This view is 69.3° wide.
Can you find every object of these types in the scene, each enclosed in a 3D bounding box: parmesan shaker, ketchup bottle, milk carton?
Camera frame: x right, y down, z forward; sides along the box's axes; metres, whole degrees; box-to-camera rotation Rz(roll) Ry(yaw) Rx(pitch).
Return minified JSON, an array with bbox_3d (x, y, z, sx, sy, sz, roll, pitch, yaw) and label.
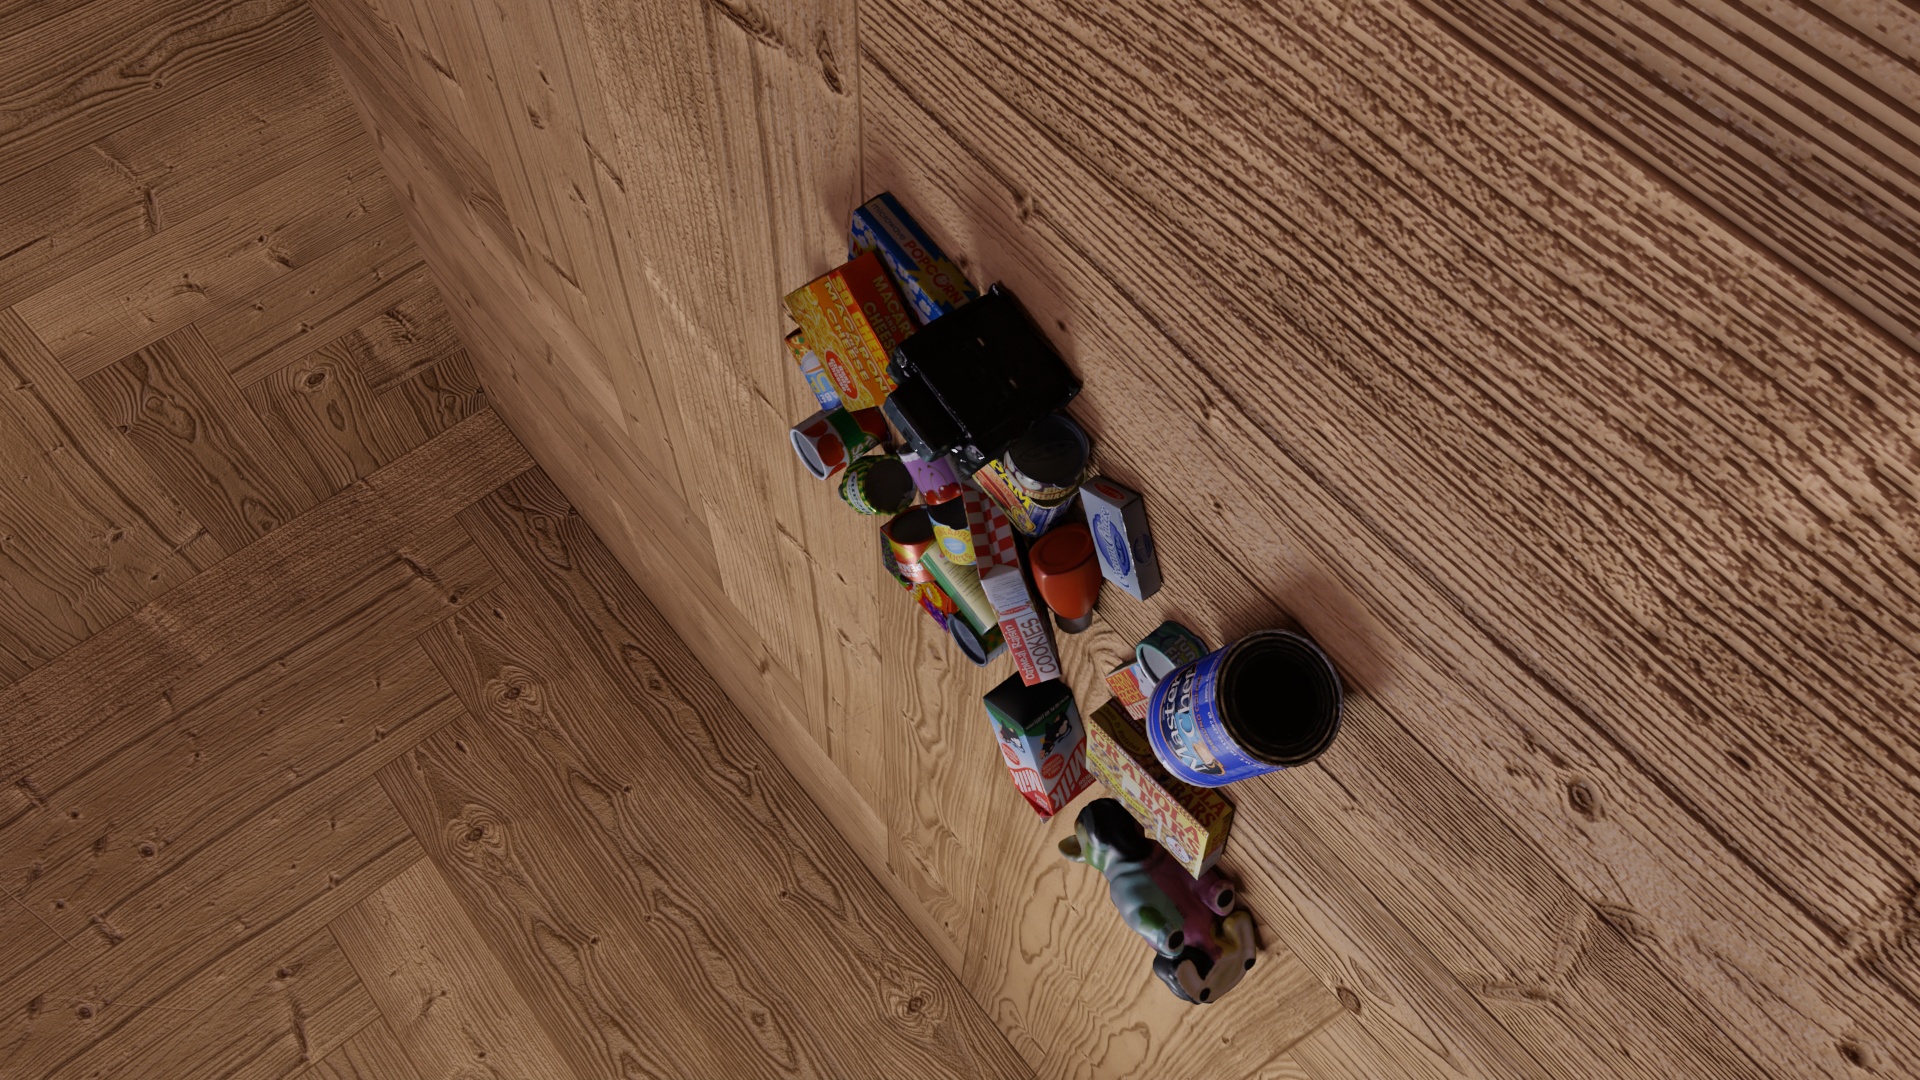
[{"bbox_3d":[0.013,0.041,1.422,0.103,0.071,0.071,51,160,8],"label":"parmesan shaker"},{"bbox_3d":[0.098,0.040,1.249,0.044,0.065,0.148,58,172,28],"label":"ketchup bottle"},{"bbox_3d":[0.095,0.235,1.550,0.073,0.072,0.189,32,150,46],"label":"milk carton"}]

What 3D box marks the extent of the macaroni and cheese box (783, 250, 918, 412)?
[{"bbox_3d":[-0.088,-0.181,1.222,0.123,0.040,0.166,61,161,-12],"label":"macaroni and cheese box"}]

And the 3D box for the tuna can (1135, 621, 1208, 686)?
[{"bbox_3d":[0.185,0.105,1.194,0.071,0.033,0.070,45,159,23],"label":"tuna can"}]

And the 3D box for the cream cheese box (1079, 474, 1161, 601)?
[{"bbox_3d":[0.133,-0.002,1.151,0.053,0.024,0.103,34,152,47],"label":"cream cheese box"}]

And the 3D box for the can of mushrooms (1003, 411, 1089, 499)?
[{"bbox_3d":[0.070,-0.066,1.125,0.071,0.071,0.033,49,160,15],"label":"can of mushrooms"}]

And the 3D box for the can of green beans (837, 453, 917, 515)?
[{"bbox_3d":[-0.087,-0.060,1.492,0.071,0.071,0.058,60,159,-15],"label":"can of green beans"}]

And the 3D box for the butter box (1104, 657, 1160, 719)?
[{"bbox_3d":[0.172,0.133,1.281,0.053,0.024,0.103,54,160,4],"label":"butter box"}]

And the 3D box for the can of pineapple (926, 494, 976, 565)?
[{"bbox_3d":[0.005,-0.017,1.350,0.071,0.071,0.057,37,154,40],"label":"can of pineapple"}]

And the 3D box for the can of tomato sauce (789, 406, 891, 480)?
[{"bbox_3d":[-0.128,-0.111,1.478,0.071,0.083,0.071,45,158,24],"label":"can of tomato sauce"}]

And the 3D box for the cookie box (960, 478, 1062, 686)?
[{"bbox_3d":[0.048,0.037,1.281,0.166,0.040,0.123,67,-171,-47],"label":"cookie box"}]

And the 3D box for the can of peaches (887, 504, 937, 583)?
[{"bbox_3d":[-0.042,0.004,1.489,0.071,0.071,0.057,35,151,42],"label":"can of peaches"}]

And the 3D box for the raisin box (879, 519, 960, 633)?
[{"bbox_3d":[-0.038,0.037,1.580,0.123,0.040,0.085,45,157,24],"label":"raisin box"}]

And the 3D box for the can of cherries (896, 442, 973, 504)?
[{"bbox_3d":[-0.018,-0.074,1.312,0.058,0.072,0.071,60,159,-17],"label":"can of cherries"}]

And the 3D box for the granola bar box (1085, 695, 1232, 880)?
[{"bbox_3d":[0.196,0.247,1.390,0.166,0.039,0.123,44,158,28],"label":"granola bar box"}]

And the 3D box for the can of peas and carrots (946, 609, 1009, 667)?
[{"bbox_3d":[0.027,0.091,1.491,0.071,0.059,0.070,45,158,25],"label":"can of peas and carrots"}]

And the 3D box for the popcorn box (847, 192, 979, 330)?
[{"bbox_3d":[-0.042,-0.220,1.174,0.127,0.038,0.085,50,159,12],"label":"popcorn box"}]

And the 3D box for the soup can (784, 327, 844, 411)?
[{"bbox_3d":[-0.128,-0.180,1.387,0.083,0.071,0.071,61,159,-16],"label":"soup can"}]
